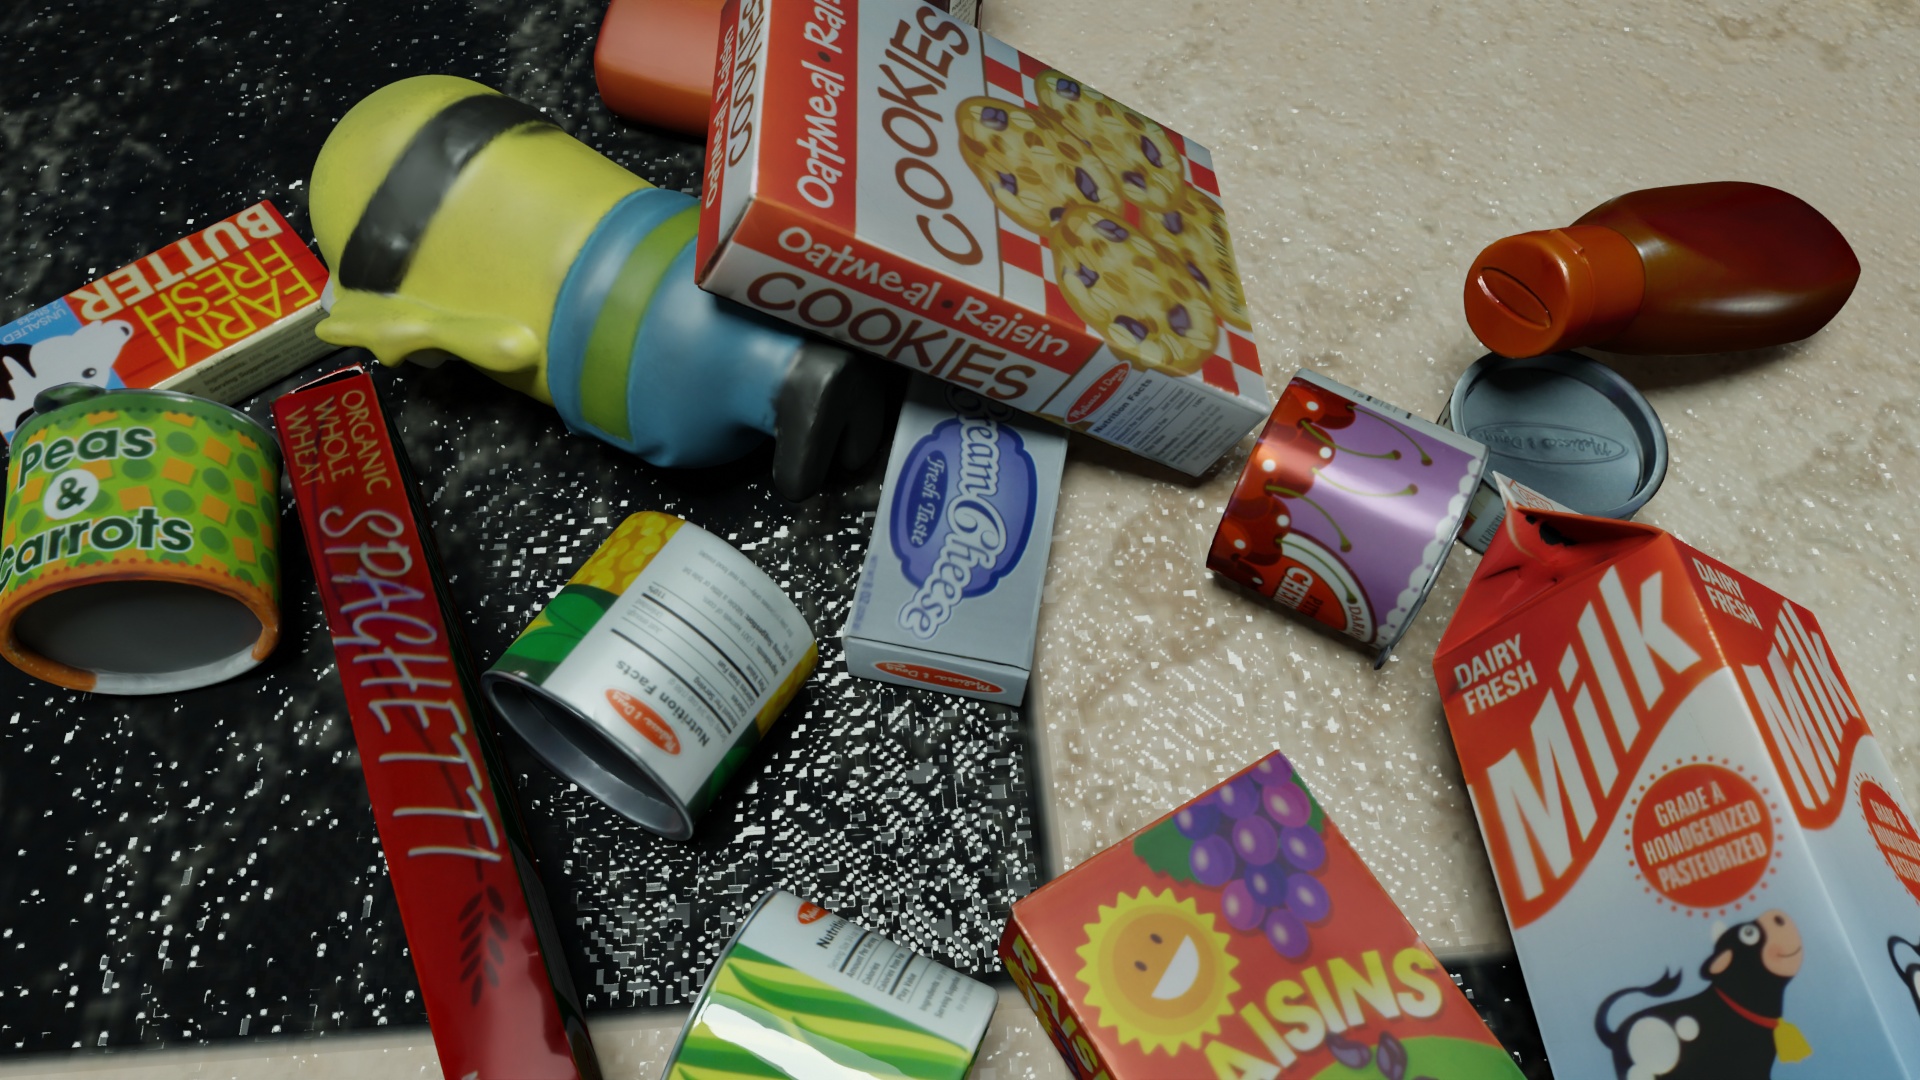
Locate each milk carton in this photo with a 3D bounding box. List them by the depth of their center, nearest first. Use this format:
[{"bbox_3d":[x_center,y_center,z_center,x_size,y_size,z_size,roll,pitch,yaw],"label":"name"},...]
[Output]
[{"bbox_3d":[0.177,0.069,0.336,0.072,0.073,0.191,21,47,-31],"label":"milk carton"}]

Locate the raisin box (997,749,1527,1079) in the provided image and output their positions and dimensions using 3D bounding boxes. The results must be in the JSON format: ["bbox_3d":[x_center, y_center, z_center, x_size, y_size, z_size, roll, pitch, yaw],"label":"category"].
[{"bbox_3d":[0.077,0.124,0.334,0.086,0.040,0.124,-27,65,-18],"label":"raisin box"}]

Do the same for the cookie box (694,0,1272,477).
[{"bbox_3d":[0.008,-0.100,0.419,0.167,0.040,0.123,18,49,-26],"label":"cookie box"}]

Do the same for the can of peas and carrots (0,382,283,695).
[{"bbox_3d":[-0.219,0.001,0.372,0.071,0.070,0.059,-11,61,-10],"label":"can of peas and carrots"}]

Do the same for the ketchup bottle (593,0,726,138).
[{"bbox_3d":[-0.052,-0.168,0.502,0.149,0.043,0.065,14,65,5],"label":"ketchup bottle"}]

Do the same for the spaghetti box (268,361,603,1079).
[{"bbox_3d":[-0.130,0.063,0.352,0.029,0.050,0.251,-20,62,-16],"label":"spaghetti box"}]

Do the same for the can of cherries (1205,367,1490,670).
[{"bbox_3d":[0.109,-0.007,0.401,0.058,0.071,0.072,26,61,12],"label":"can of cherries"}]

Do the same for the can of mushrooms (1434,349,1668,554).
[{"bbox_3d":[0.182,-0.028,0.437,0.071,0.033,0.071,1,59,-2],"label":"can of mushrooms"}]

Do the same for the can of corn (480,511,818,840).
[{"bbox_3d":[-0.081,0.035,0.365,0.071,0.070,0.058,29,61,13],"label":"can of corn"}]

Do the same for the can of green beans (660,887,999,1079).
[{"bbox_3d":[-0.030,0.121,0.313,0.058,0.071,0.071,22,60,9],"label":"can of green beans"}]

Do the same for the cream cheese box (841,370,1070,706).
[{"bbox_3d":[0.001,-0.005,0.417,0.053,0.024,0.104,10,59,2],"label":"cream cheese box"}]

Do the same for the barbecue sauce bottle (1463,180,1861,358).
[{"bbox_3d":[0.221,-0.085,0.442,0.149,0.043,0.065,-13,50,-33],"label":"barbecue sauce bottle"}]

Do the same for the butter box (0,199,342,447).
[{"bbox_3d":[-0.249,-0.062,0.436,0.104,0.024,0.053,-36,68,-22],"label":"butter box"}]
